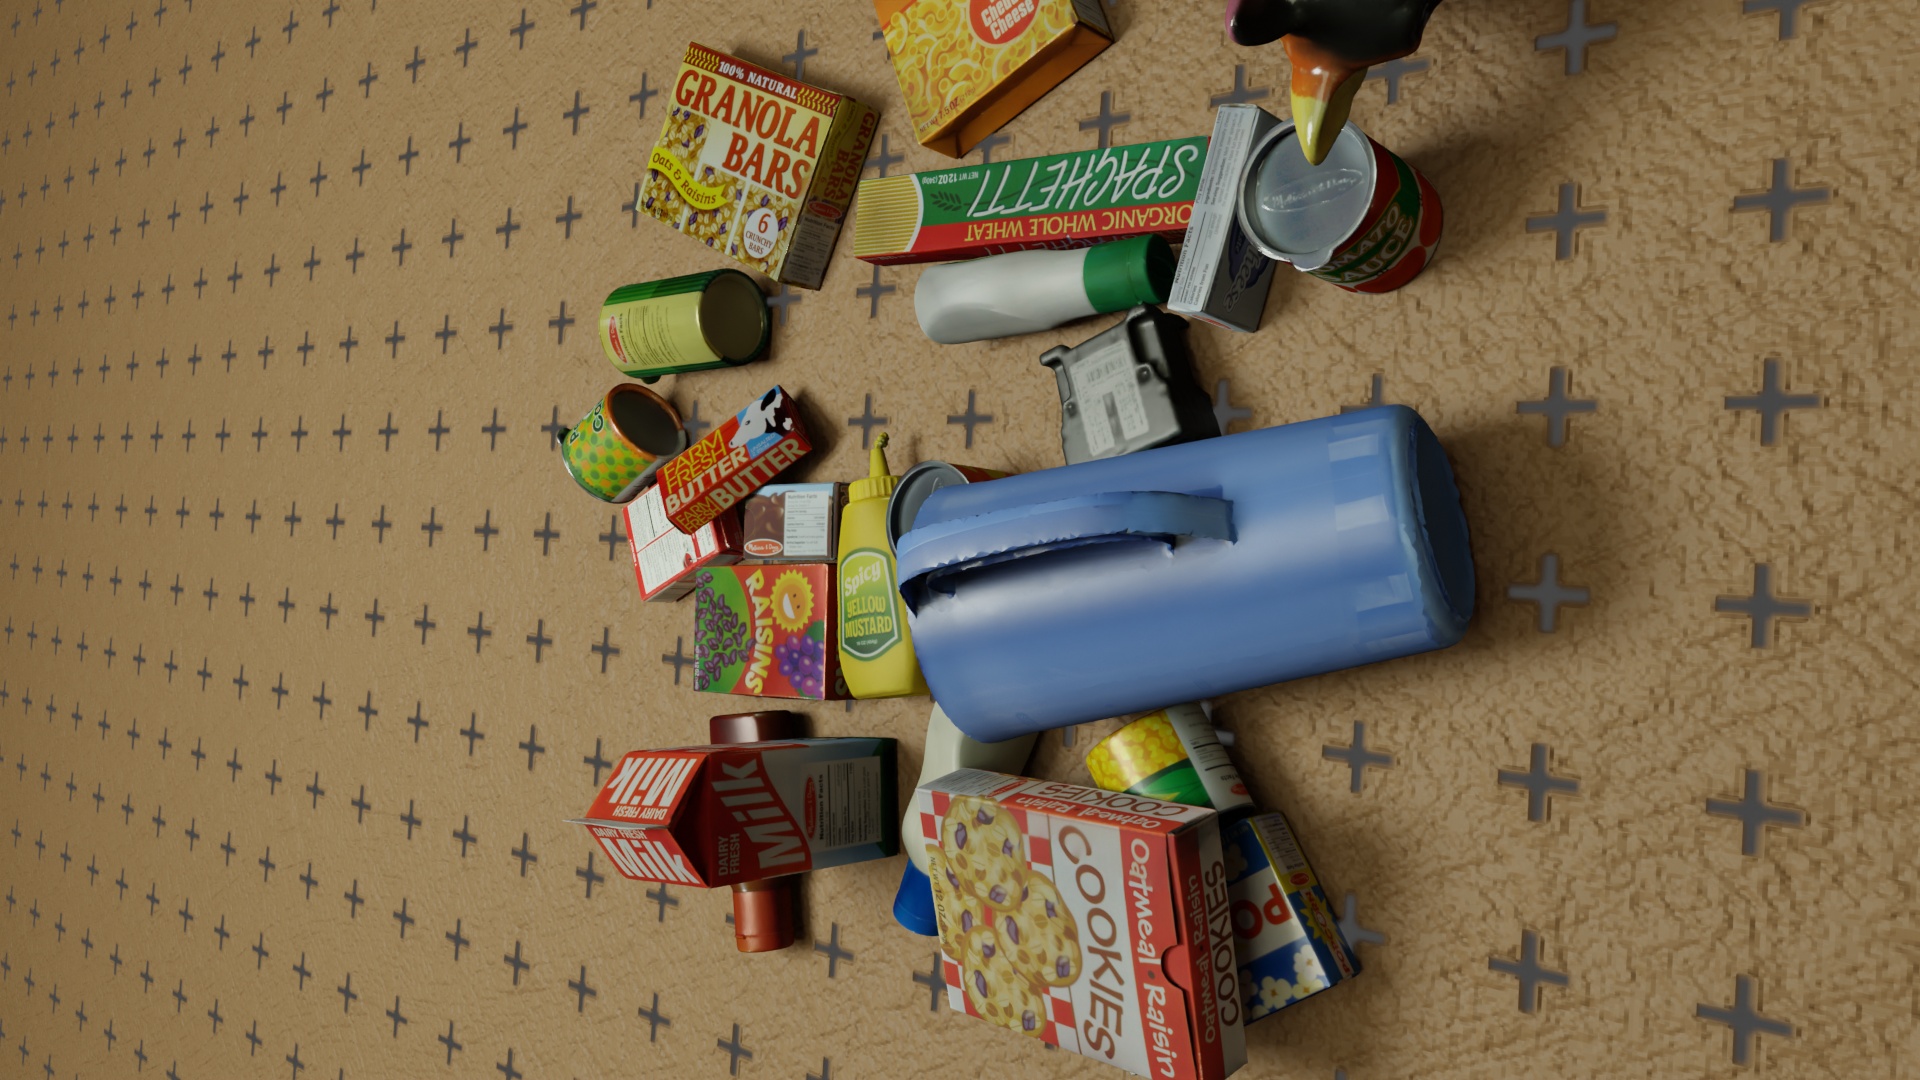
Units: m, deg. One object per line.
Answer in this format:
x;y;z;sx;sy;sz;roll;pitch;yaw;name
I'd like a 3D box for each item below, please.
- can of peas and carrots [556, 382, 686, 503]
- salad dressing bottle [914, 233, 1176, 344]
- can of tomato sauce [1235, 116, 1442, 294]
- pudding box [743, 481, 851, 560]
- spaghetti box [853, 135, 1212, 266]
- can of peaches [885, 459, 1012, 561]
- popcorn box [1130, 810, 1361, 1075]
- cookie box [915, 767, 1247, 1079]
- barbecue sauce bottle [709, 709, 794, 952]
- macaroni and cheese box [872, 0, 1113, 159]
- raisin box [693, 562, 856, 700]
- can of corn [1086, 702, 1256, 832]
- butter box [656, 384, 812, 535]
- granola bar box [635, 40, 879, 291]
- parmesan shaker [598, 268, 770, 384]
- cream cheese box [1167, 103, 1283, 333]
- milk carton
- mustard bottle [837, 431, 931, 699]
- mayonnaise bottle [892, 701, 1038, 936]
-0.238;-0.070;0.976;0.058;0.071;0.071;-37;65;30;can of peas and carrots
0.045;-0.138;0.760;0.147;0.064;0.044;-2;83;36;salad dressing bottle
0.177;-0.151;0.641;0.071;0.083;0.071;-3;85;39;can of tomato sauce
-0.101;-0.012;0.887;0.083;0.030;0.049;-1;87;39;pudding box
0.039;-0.190;0.790;0.250;0.029;0.050;5;90;39;spaghetti box
0.003;-0.010;0.786;0.071;0.058;0.071;-4;84;38;can of peaches
0.122;0.199;0.687;0.126;0.038;0.085;-38;65;30;popcorn box
0.054;0.183;0.673;0.167;0.040;0.122;-1;100;47;cookie box
-0.130;0.184;0.887;0.064;0.044;0.148;-14;79;48;barbecue sauce bottle
0.007;-0.331;0.819;0.123;0.040;0.167;-28;70;34;macaroni and cheese box
-0.116;0.058;0.888;0.123;0.040;0.086;-2;85;40;raisin box
0.101;0.122;0.690;0.071;0.071;0.058;-40;63;30;can of corn
-0.147;-0.052;0.900;0.103;0.024;0.053;-34;43;7;butter box
-0.141;-0.254;0.932;0.166;0.039;0.124;31;105;36;granola bar box
-0.186;-0.144;0.945;0.103;0.071;0.071;0;87;38;parmesan shaker
0.139;-0.159;0.692;0.024;0.053;0.103;20;99;40;cream cheese box
-0.125;0.153;0.791;0.072;0.191;0.073;-6;83;38;milk carton
-0.044;0.013;0.827;0.065;0.049;0.160;-13;79;36;mustard bottle
-0.001;0.149;0.777;0.041;0.065;0.147;32;111;45;mayonnaise bottle
